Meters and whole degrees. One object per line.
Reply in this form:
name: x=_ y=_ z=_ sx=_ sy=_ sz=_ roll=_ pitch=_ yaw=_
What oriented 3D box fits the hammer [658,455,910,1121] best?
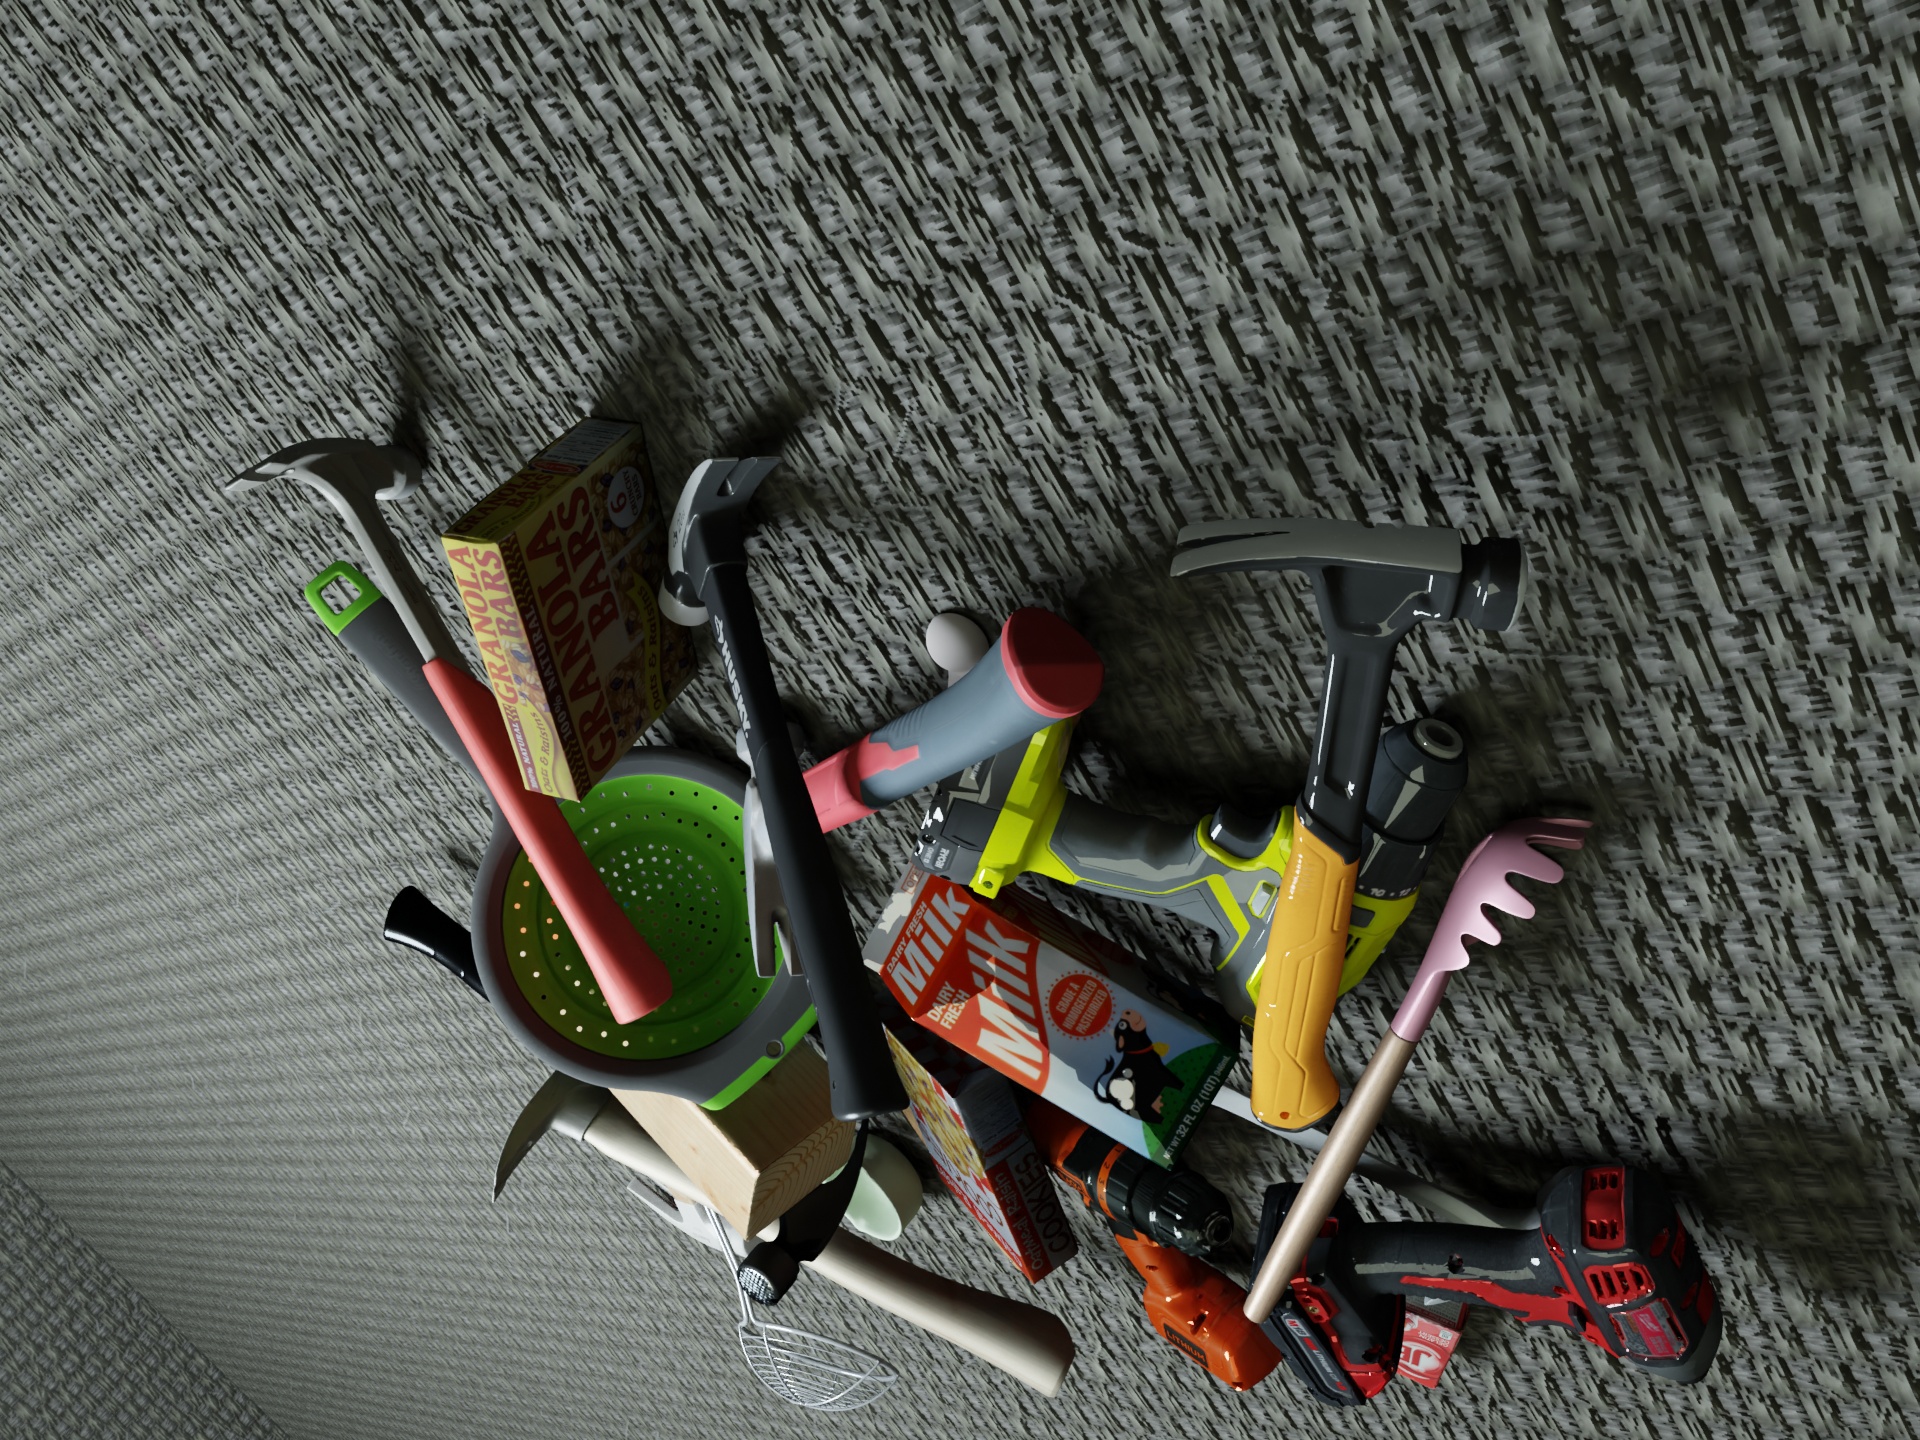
hammer: x=-0.084 y=0.028 z=0.752 sx=0.146 sy=0.035 sz=0.335 roll=121 pitch=136 yaw=-53

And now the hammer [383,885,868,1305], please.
hammer: x=-0.247 y=0.235 z=1.120 sx=0.409 sy=0.149 sz=0.036 roll=31 pitch=133 yaw=15

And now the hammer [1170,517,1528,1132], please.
hammer: x=0.147 y=0.062 z=0.684 sx=0.127 sy=0.034 sz=0.336 roll=6 pitch=130 yaw=10

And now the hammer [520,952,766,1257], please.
hammer: x=-0.268 y=0.290 z=1.251 sx=0.130 sy=0.031 sz=0.331 roll=-4 pitch=121 yaw=45

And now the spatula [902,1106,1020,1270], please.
spatula: x=-0.035 y=0.281 z=1.093 sx=0.082 sy=0.044 sz=0.317 roll=13 pitch=140 yaw=57

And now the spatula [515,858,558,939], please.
spatula: x=-0.282 y=0.024 z=1.033 sx=0.081 sy=0.041 sz=0.322 roll=13 pitch=132 yaw=6

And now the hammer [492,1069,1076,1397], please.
hammer: x=-0.117 y=0.355 z=1.088 sx=0.411 sy=0.146 sz=0.038 roll=26 pitch=131 yaw=9

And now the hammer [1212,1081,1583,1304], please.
hammer: x=0.140 y=0.211 z=0.887 sx=0.405 sy=0.035 sz=0.144 roll=26 pitch=138 yaw=1

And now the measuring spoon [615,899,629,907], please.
measuring spoon: x=-0.255 y=0.169 z=1.155 sx=0.042 sy=0.021 sz=0.128 roll=35 pitch=136 yaw=2

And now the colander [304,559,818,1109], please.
colander: x=-0.248 y=0.061 z=0.982 sx=0.397 sy=0.204 sz=0.094 roll=47 pitch=170 yaw=-3

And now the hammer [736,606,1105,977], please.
hammer: x=-0.036 y=0.037 z=0.741 sx=0.386 sy=0.038 sz=0.143 roll=153 pitch=115 yaw=-64

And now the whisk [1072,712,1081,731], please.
whisk: x=0.012 y=0.069 z=0.882 sx=0.051 sy=0.047 sz=0.244 roll=26 pitch=133 yaw=0

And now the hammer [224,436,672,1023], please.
hammer: x=-0.265 y=0.010 z=0.879 sx=0.036 sy=0.149 sz=0.359 roll=-27 pitch=96 yaw=13

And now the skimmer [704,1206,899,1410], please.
skimmer: x=-0.164 y=0.363 z=1.210 sx=0.127 sy=0.090 sz=0.363 roll=-26 pitch=89 yaw=50

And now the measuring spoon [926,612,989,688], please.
measuring spoon: x=-0.001 y=-0.003 z=0.841 sx=0.034 sy=0.018 sz=0.124 roll=15 pitch=134 yaw=22

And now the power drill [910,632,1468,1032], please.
power drill: x=0.107 y=0.044 z=0.753 sx=0.228 sy=0.080 sz=0.190 roll=22 pitch=130 yaw=1

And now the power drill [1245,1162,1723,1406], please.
power drill: x=0.274 y=0.298 z=0.827 sx=0.220 sy=0.079 sz=0.143 roll=-16 pitch=123 yaw=33

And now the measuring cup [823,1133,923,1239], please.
measuring cup: x=-0.096 y=0.315 z=1.175 sx=0.168 sy=0.038 sz=0.083 roll=31 pitch=138 yaw=26

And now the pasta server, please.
pasta server: x=0.207 y=0.174 z=0.758 sx=0.040 sy=0.060 sz=0.316 roll=30 pitch=115 yaw=22
